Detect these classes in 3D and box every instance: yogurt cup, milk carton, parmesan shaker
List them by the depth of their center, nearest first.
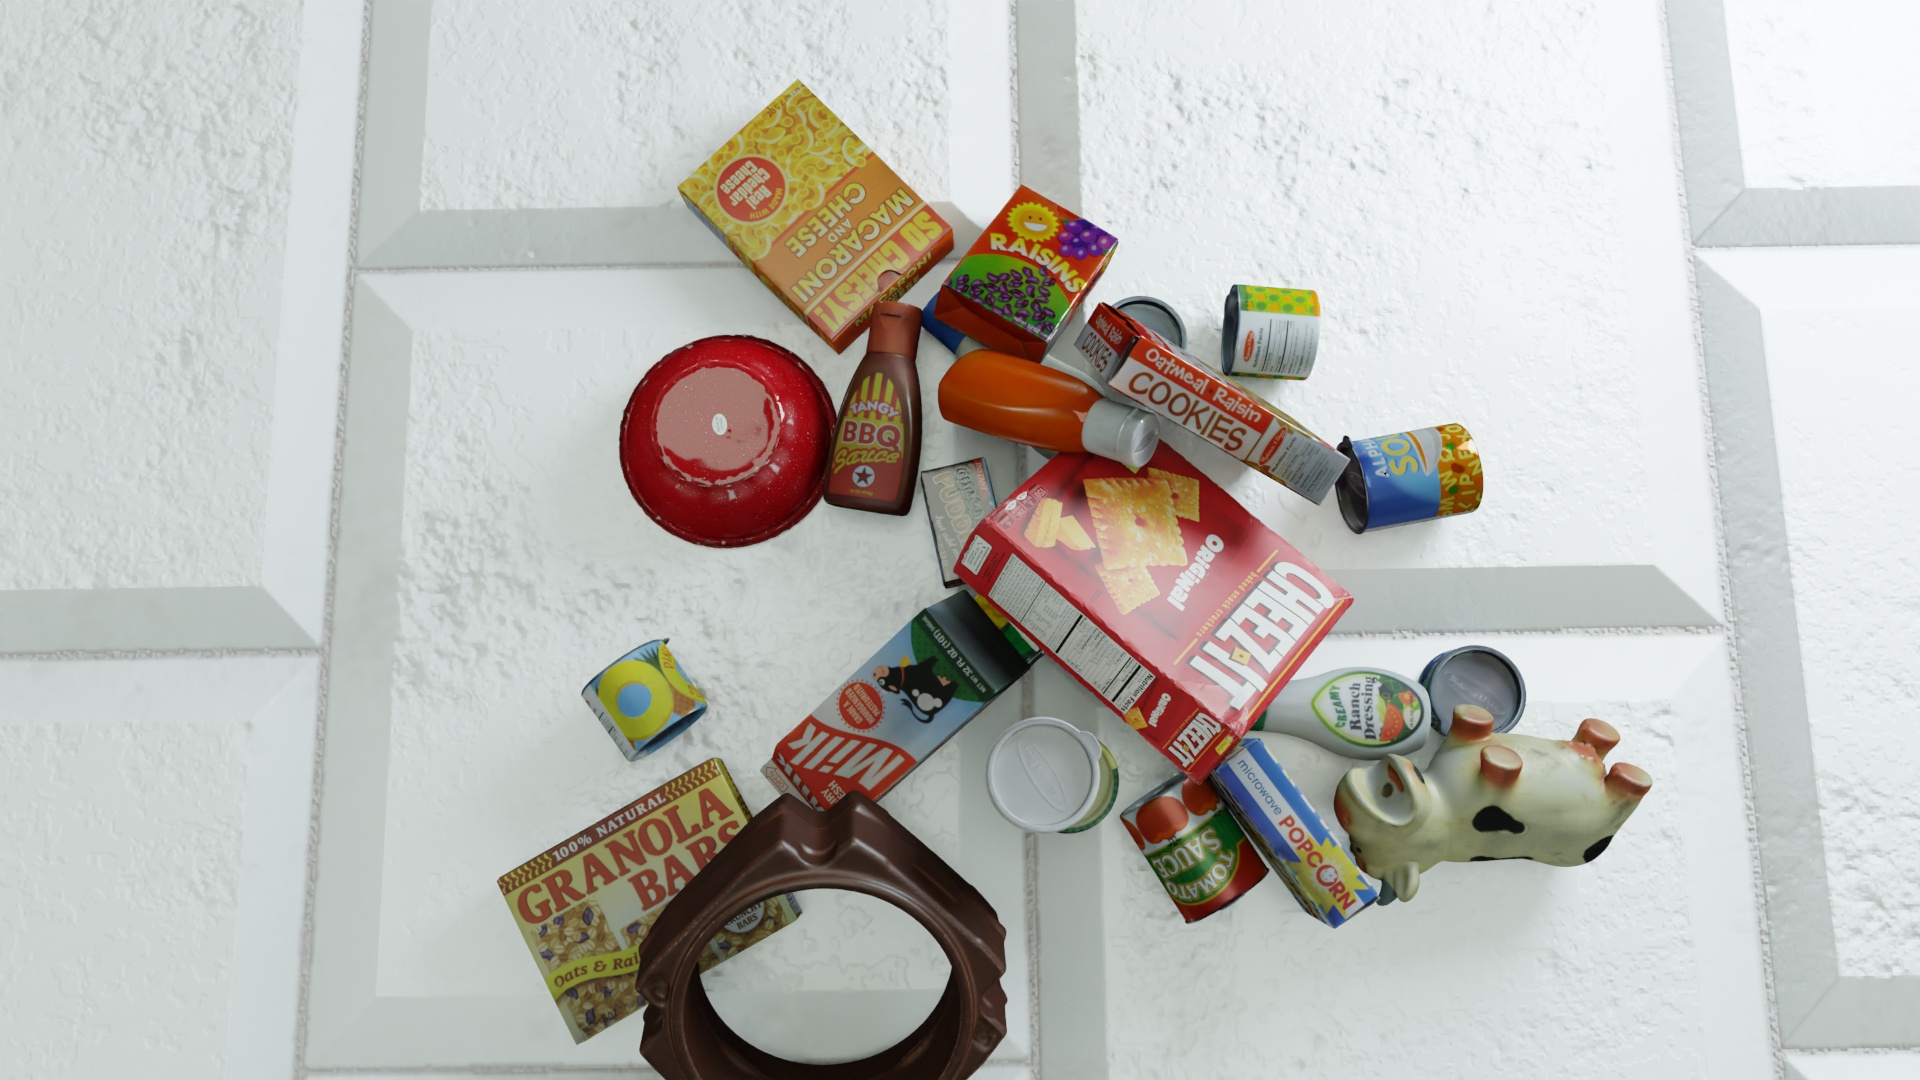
[{"bbox_3d":[0.049,0.142,0.844,0.072,0.054,0.072,0,81,0],"label":"yogurt cup"},{"bbox_3d":[0.065,0.158,0.922,0.071,0.103,0.071,0,81,1],"label":"parmesan shaker"},{"bbox_3d":[-0.052,0.123,0.926,0.190,0.073,0.072,-44,81,20],"label":"milk carton"}]

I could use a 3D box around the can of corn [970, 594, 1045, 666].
[{"bbox_3d":[0.040,0.054,0.960,0.071,0.071,0.058,-41,82,-6],"label":"can of corn"}]

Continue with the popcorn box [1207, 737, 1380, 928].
[{"bbox_3d":[0.215,0.191,0.924,0.038,0.085,0.127,-36,82,-4],"label":"popcorn box"}]

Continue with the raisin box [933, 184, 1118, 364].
[{"bbox_3d":[0.048,-0.189,0.993,0.086,0.040,0.124,30,57,6],"label":"raisin box"}]

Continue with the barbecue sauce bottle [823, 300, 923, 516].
[{"bbox_3d":[-0.056,-0.094,0.989,0.065,0.043,0.148,9,87,12],"label":"barbecue sauce bottle"}]

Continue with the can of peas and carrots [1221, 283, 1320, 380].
[{"bbox_3d":[0.221,-0.150,0.996,0.059,0.071,0.071,4,80,1],"label":"can of peas and carrots"}]

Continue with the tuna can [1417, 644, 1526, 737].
[{"bbox_3d":[0.352,0.109,0.964,0.071,0.033,0.071,0,80,1],"label":"tuna can"}]

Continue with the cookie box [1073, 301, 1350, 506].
[{"bbox_3d":[0.164,-0.095,0.929,0.167,0.123,0.040,28,104,-15],"label":"cookie box"}]

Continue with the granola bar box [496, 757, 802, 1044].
[{"bbox_3d":[-0.209,0.241,0.942,0.166,0.039,0.124,-29,82,-4],"label":"granola bar box"}]

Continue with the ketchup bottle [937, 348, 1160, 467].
[{"bbox_3d":[0.059,-0.086,0.919,0.149,0.043,0.065,21,45,33],"label":"ketchup bottle"}]

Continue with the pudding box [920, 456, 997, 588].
[{"bbox_3d":[0.004,-0.012,0.989,0.050,0.030,0.084,-12,80,-3],"label":"pudding box"}]

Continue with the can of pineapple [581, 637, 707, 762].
[{"bbox_3d":[-0.214,0.109,0.952,0.071,0.071,0.058,-37,82,-5],"label":"can of pineapple"}]

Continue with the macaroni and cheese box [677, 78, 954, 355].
[{"bbox_3d":[-0.106,-0.239,1.025,0.124,0.040,0.166,-44,82,-6],"label":"macaroni and cheese box"}]

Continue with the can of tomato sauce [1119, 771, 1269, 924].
[{"bbox_3d":[0.155,0.203,0.930,0.071,0.071,0.083,-32,81,-5],"label":"can of tomato sauce"}]

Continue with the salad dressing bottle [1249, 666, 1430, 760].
[{"bbox_3d":[0.244,0.117,0.958,0.148,0.044,0.064,4,72,1],"label":"salad dressing bottle"}]

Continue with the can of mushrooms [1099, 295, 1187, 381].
[{"bbox_3d":[0.129,-0.139,1.009,0.071,0.033,0.071,0,80,0],"label":"can of mushrooms"}]

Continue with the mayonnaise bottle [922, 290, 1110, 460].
[{"bbox_3d":[0.036,-0.124,1.004,0.148,0.041,0.065,42,80,8],"label":"mayonnaise bottle"}]

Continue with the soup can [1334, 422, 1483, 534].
[{"bbox_3d":[0.313,-0.046,0.973,0.084,0.071,0.071,-11,80,-2],"label":"soup can"}]
